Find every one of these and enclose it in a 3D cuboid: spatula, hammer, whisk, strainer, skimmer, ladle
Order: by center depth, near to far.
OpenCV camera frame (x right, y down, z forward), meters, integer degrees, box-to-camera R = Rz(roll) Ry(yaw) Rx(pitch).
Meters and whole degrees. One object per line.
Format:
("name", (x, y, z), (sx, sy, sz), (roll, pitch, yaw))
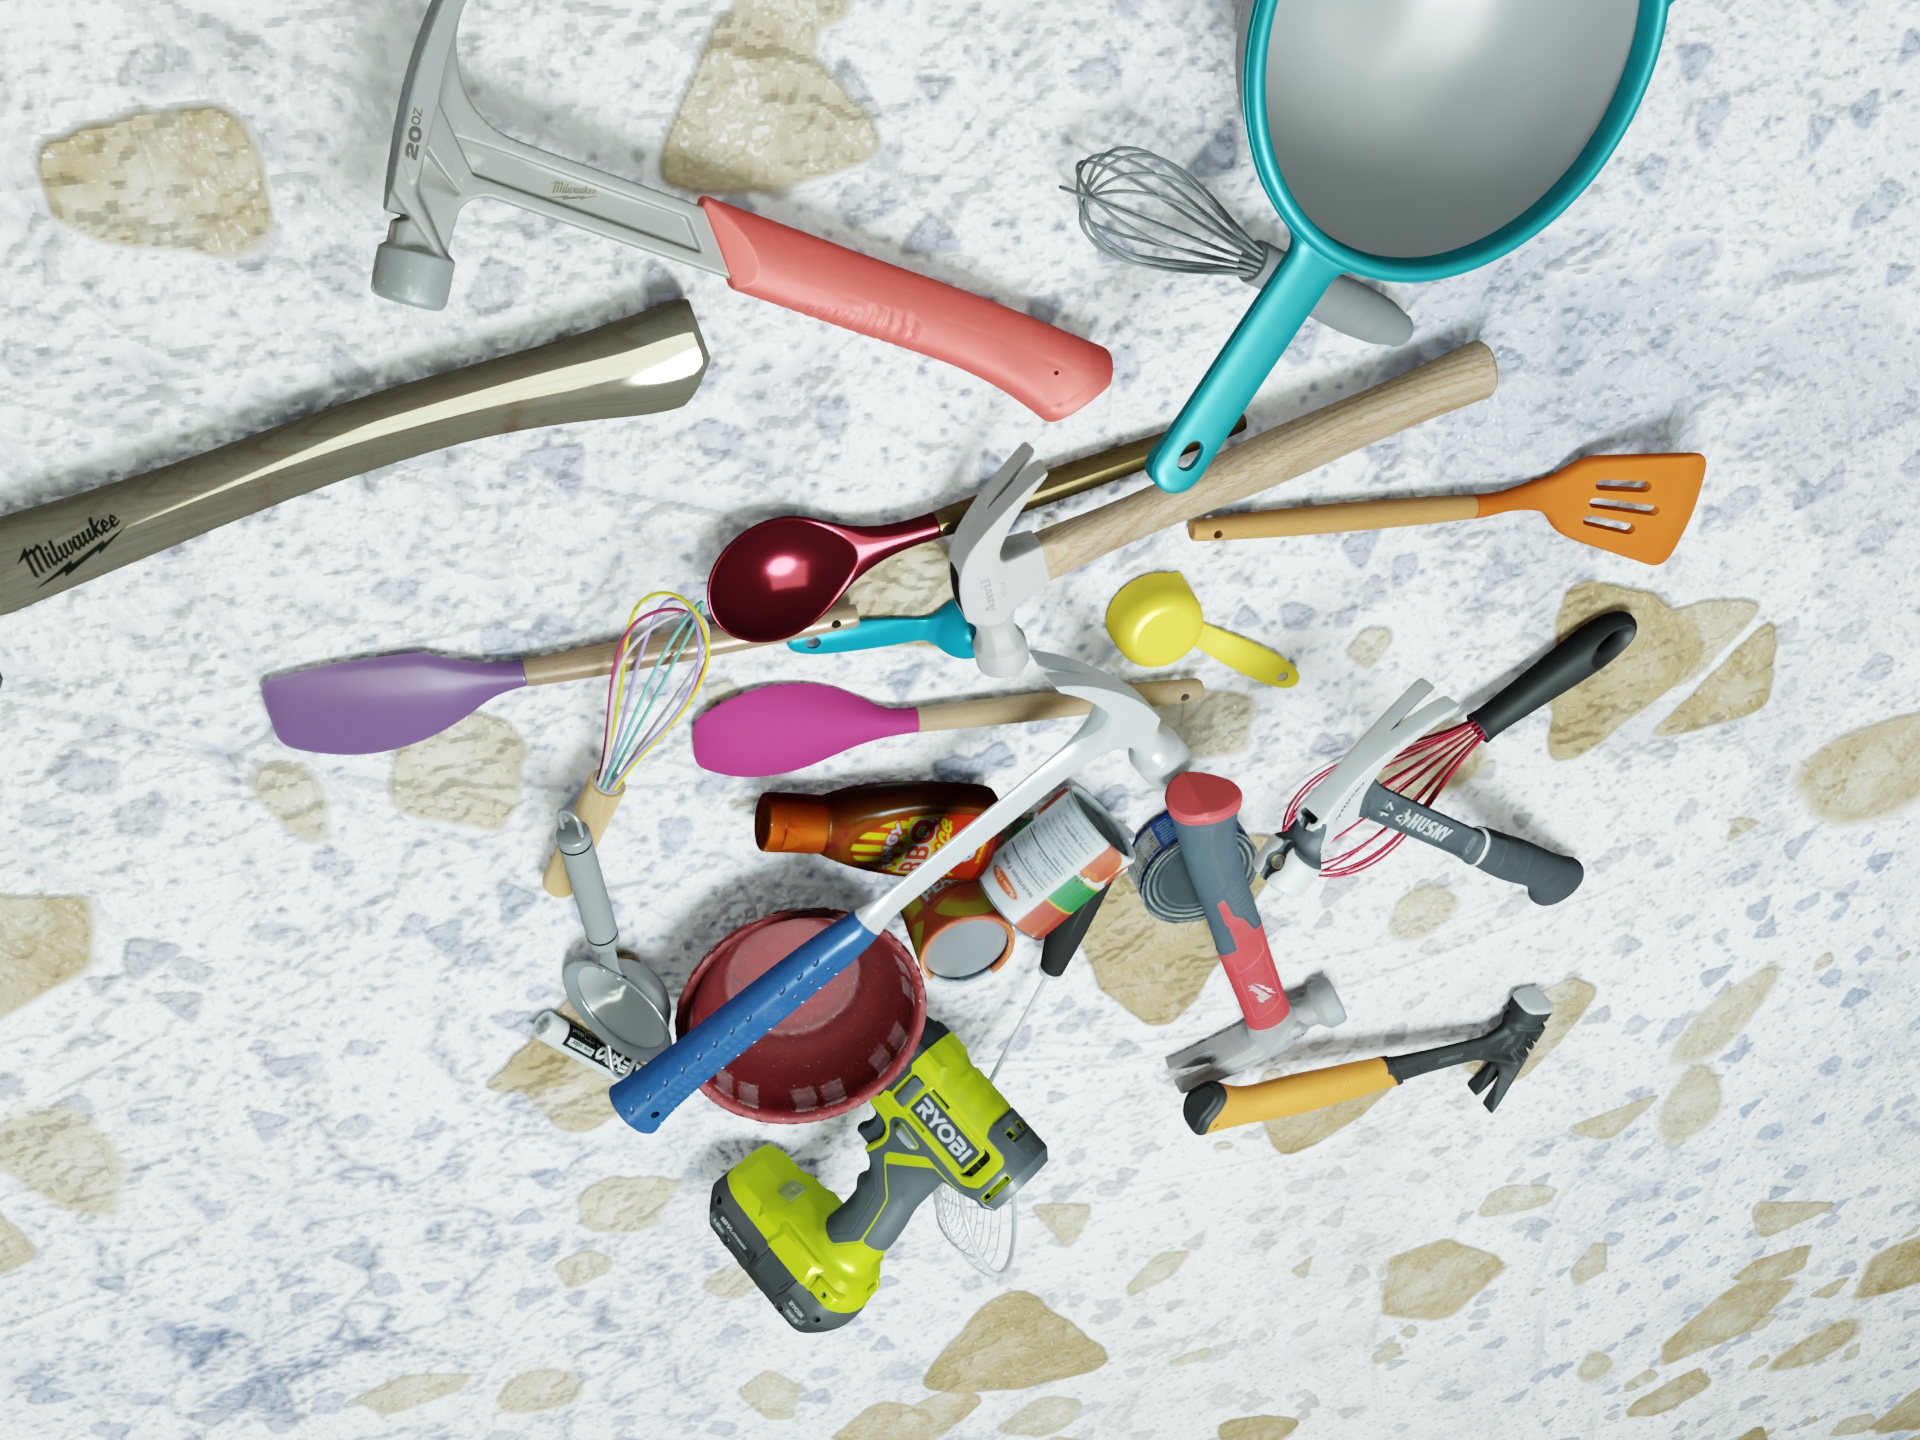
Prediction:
("hammer", (-0.076, -0.218, 0.736), (0.358, 0.037, 0.149), (11, 103, -32))
("hammer", (-0.319, -0.126, 0.736), (0.410, 0.038, 0.146), (-20, 130, -5))
("strainer", (0.175, -0.267, 0.752), (0.210, 0.095, 0.340), (21, 113, -31))
("whisk", (0.149, -0.235, 0.816), (0.238, 0.055, 0.055), (12, 122, -33))
("spatula", (-0.210, -0.028, 0.865), (0.316, 0.018, 0.059), (-11, 126, -10))
("ladle", (0.011, -0.116, 0.870), (0.315, 0.031, 0.069), (-19, 123, -7))
("hammer", (0.147, -0.137, 0.880), (0.331, 0.031, 0.129), (-24, 137, -7))
("whisk", (-0.191, 0.018, 0.883), (0.047, 0.051, 0.245), (24, 129, -12))
("hammer", (-0.051, 0.111, 0.950), (0.405, 0.035, 0.143), (-39, 138, 8))
("strainer", (-0.212, 0.133, 0.958), (0.050, 0.087, 0.258), (-53, 157, -35))
("spatula", (0.292, -0.123, 0.958), (0.322, 0.041, 0.081), (-6, 130, -14))
("hammer", (0.342, 0.077, 1.073), (0.408, 0.036, 0.149), (19, 112, -50))
("whisk", (0.335, 0.017, 1.079), (0.296, 0.073, 0.073), (-35, 131, 2))
("hammer", (0.177, 0.153, 1.094), (0.143, 0.038, 0.385), (-26, 143, 2))
("skimmer", (0.066, 0.237, 1.131), (0.090, 0.127, 0.363), (25, 113, 3))
("hammer", (0.325, 0.292, 1.284), (0.336, 0.034, 0.127), (-5, 129, -25))

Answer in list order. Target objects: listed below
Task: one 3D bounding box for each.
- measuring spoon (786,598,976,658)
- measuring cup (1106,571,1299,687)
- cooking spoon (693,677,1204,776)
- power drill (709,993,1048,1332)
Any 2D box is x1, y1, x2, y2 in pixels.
("measuring spoon", (-0.035, -0.046, 0.911), (0.128, 0.021, 0.042), (-7, 129, -17))
("measuring cup", (0.158, -0.043, 0.980), (0.156, 0.029, 0.062), (21, 118, -30))
("cooking spoon", (-0.002, -0.003, 0.962), (0.319, 0.017, 0.068), (-7, 130, -14))
("power drill", (-0.068, 0.306, 1.110), (0.223, 0.171, 0.080), (-48, 168, 22))
